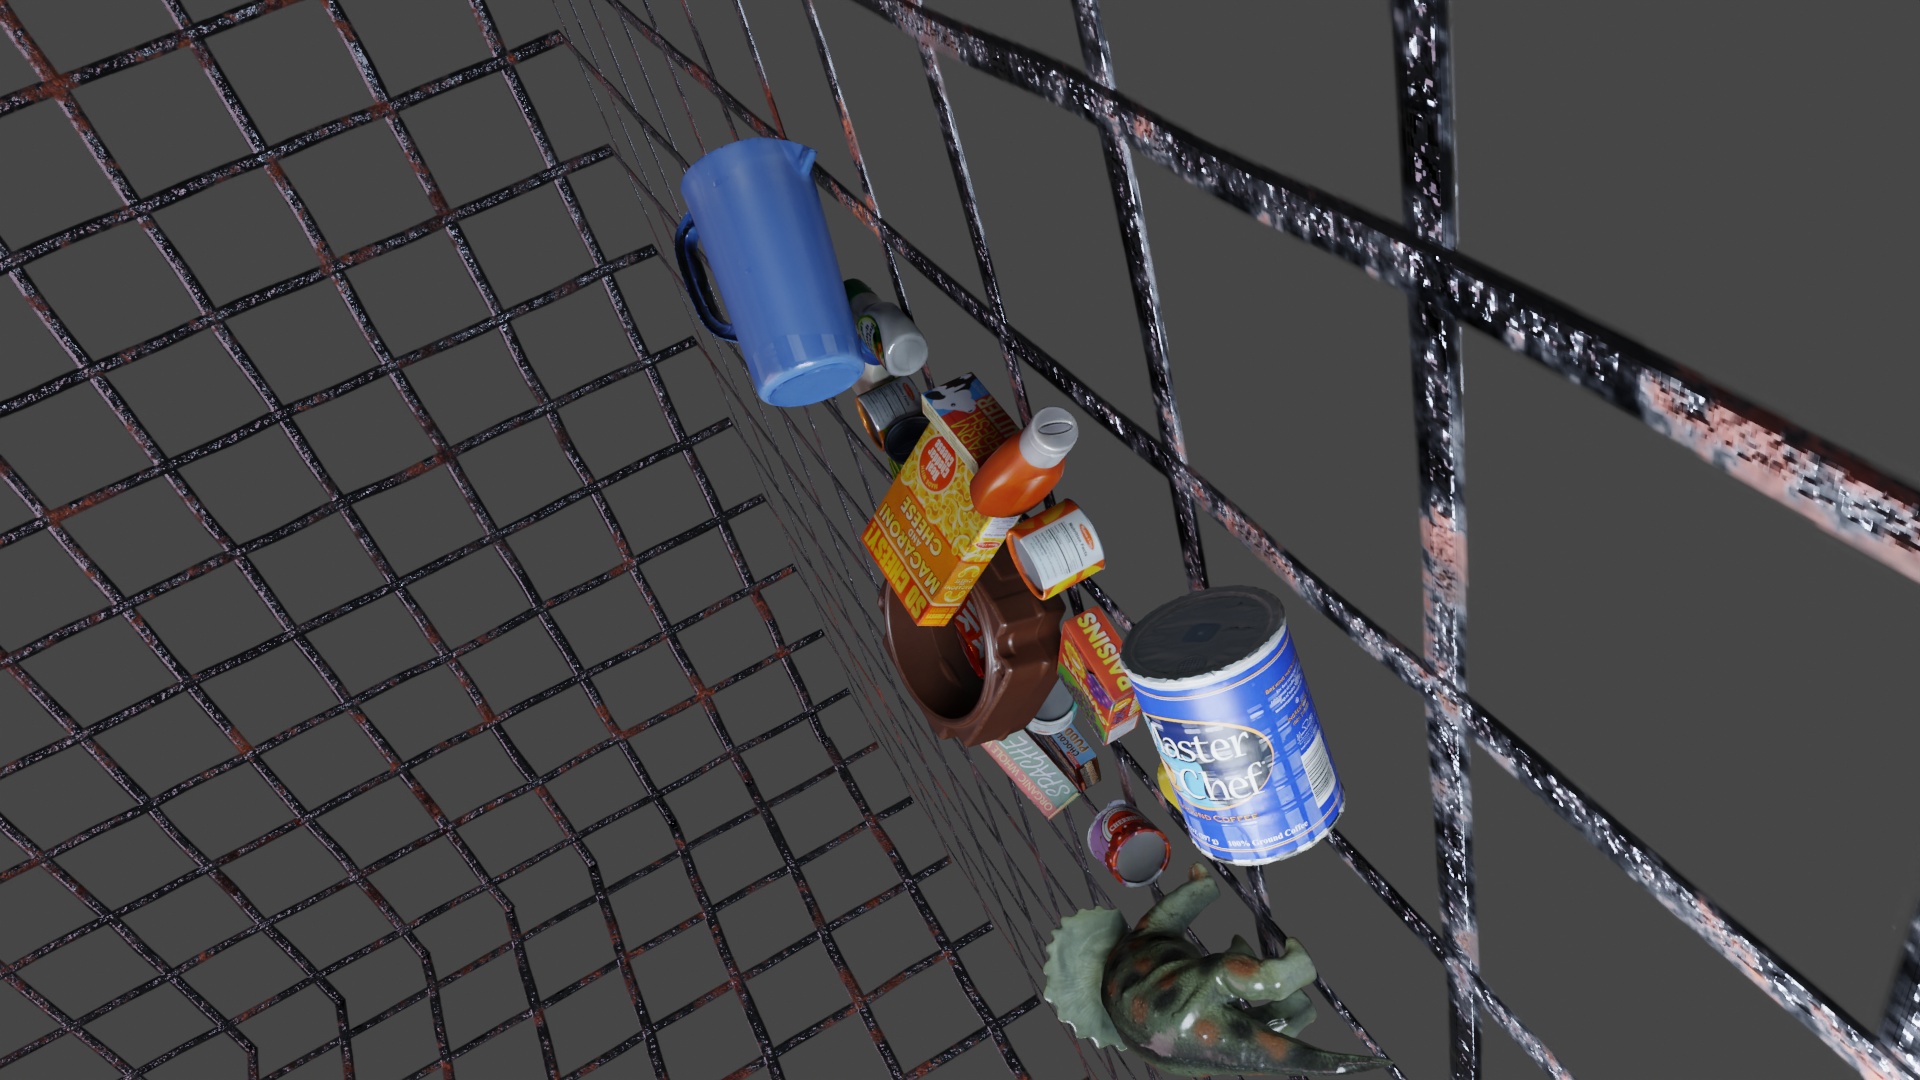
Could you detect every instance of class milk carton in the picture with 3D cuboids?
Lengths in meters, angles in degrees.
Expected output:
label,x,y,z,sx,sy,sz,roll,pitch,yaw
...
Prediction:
label,x,y,z,sx,sy,sz,roll,pitch,yaw
milk carton,0.018,0.079,1.526,0.191,0.072,0.073,52,165,40

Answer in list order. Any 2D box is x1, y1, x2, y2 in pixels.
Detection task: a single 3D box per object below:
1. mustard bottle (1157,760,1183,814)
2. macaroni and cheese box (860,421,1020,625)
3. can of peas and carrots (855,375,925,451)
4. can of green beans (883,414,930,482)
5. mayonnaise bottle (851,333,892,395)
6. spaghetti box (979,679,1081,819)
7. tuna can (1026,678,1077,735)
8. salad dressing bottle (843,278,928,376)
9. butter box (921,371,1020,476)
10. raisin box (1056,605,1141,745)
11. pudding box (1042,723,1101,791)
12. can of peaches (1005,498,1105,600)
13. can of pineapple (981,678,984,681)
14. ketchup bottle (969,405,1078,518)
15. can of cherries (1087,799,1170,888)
label,x,y,z,sx,sy,sz,roll,pitch,yaw
mustard bottle,0.190,0.192,1.086,0.065,0.049,0.160,65,169,-10
macaroni and cheese box,-0.015,-0.022,1.278,0.165,0.040,0.124,-57,50,29
can of peas and carrots,-0.071,-0.133,1.463,0.071,0.059,0.070,59,168,21
can of green beans,-0.042,-0.085,1.425,0.071,0.071,0.057,55,166,34
mayonnaise bottle,-0.094,-0.192,1.479,0.065,0.041,0.148,60,167,4
spaghetti box,0.033,0.202,1.538,0.250,0.050,0.029,48,-173,-3
tuna can,0.088,0.161,1.427,0.071,0.071,0.032,58,167,21
salad dressing bottle,-0.080,-0.212,1.361,0.148,0.044,0.064,51,158,48
butter box,0.013,-0.098,1.189,0.104,0.053,0.024,53,162,37
raisin box,0.124,0.122,1.238,0.086,0.040,0.123,59,167,23
pudding box,0.120,0.228,1.525,0.084,0.030,0.049,52,166,42
can of peaches,0.077,0.008,1.138,0.071,0.058,0.071,57,167,21
can of pineapple,0.016,0.182,1.588,0.071,0.071,0.058,62,170,2
ketchup bottle,0.053,-0.060,1.085,0.148,0.065,0.043,128,130,-68
can of cherries,0.169,0.304,1.394,0.071,0.071,0.058,67,167,-22
